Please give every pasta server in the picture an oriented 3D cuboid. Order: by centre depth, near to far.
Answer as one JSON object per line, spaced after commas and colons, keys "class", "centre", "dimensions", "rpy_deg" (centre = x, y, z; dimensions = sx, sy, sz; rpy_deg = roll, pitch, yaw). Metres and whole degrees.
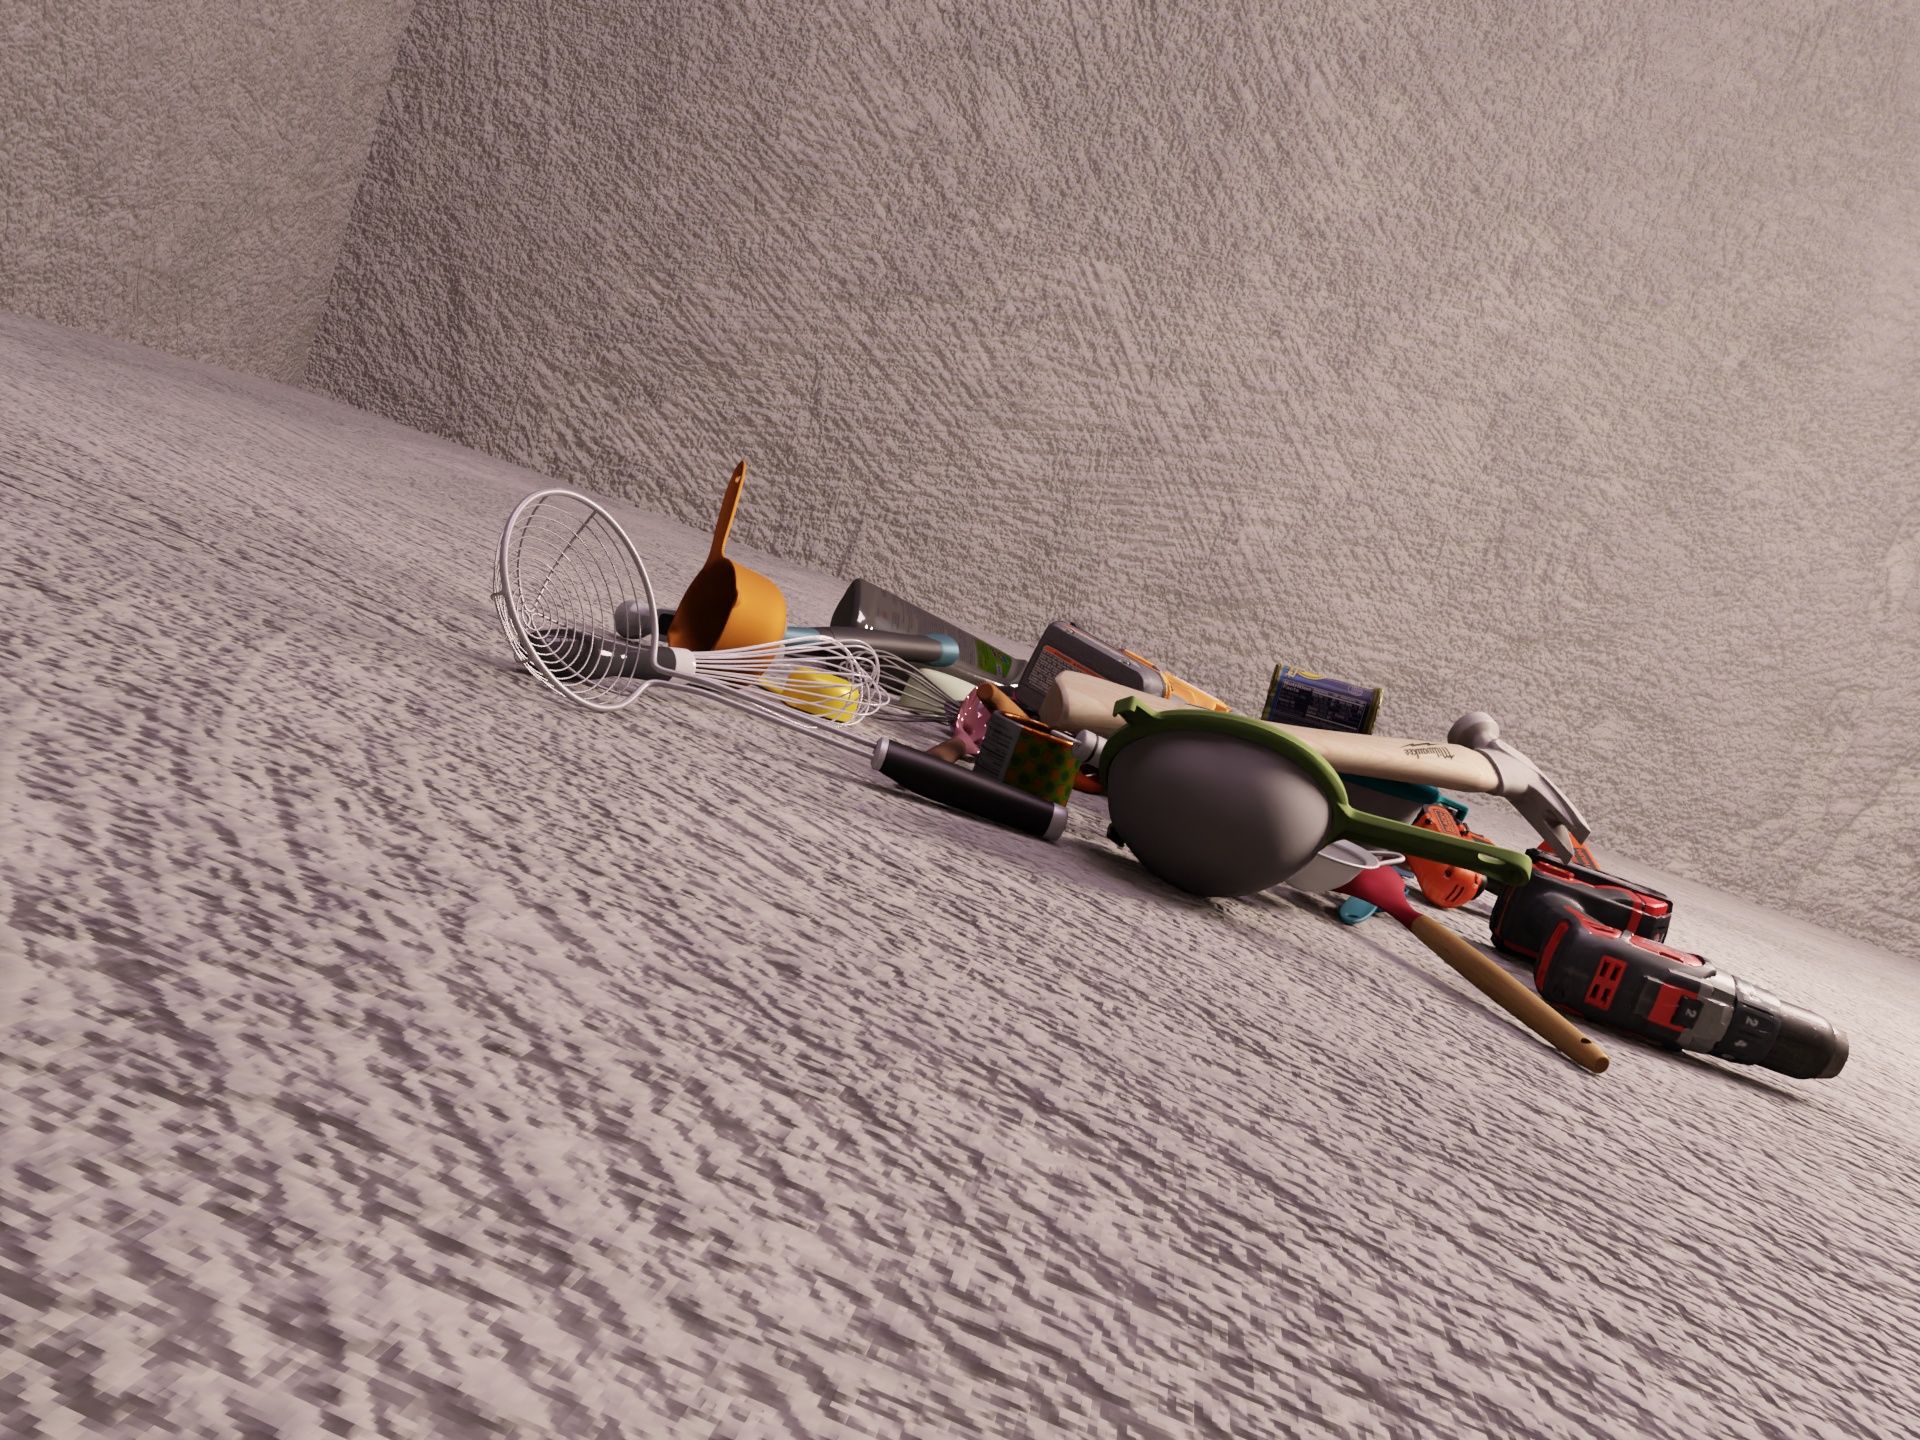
{"class": "pasta server", "centre": [-0.002, 0.017, 1.122], "dimensions": [0.060, 0.040, 0.316], "rpy_deg": [52, 10, 2]}

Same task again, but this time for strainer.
{"class": "strainer", "centre": [0.198, 0.076, 0.927], "dimensions": [0.256, 0.069, 0.151], "rpy_deg": [14, -34, 13]}
{"class": "strainer", "centre": [0.168, 0.059, 1.018], "dimensions": [0.258, 0.050, 0.087], "rpy_deg": [25, 8, -15]}
{"class": "strainer", "centre": [0.209, 0.051, 1.208], "dimensions": [0.340, 0.095, 0.211], "rpy_deg": [13, 8, -38]}

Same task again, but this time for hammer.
{"class": "hammer", "centre": [0.244, 0.024, 1.089], "dimensions": [0.410, 0.038, 0.146], "rpy_deg": [8, 31, -25]}
{"class": "hammer", "centre": [-0.116, -0.066, 1.303], "dimensions": [0.128, 0.033, 0.330], "rpy_deg": [10, 5, 37]}

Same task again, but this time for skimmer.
{"class": "skimmer", "centre": [-0.093, -0.019, 0.913], "dimensions": [0.363, 0.090, 0.127], "rpy_deg": [22, 46, -11]}

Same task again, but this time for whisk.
{"class": "whisk", "centre": [-0.155, -0.032, 1.015], "dimensions": [0.284, 0.070, 0.070], "rpy_deg": [5, 15, -46]}
{"class": "whisk", "centre": [-0.003, -0.003, 1.286], "dimensions": [0.238, 0.055, 0.055], "rpy_deg": [21, 4, -32]}

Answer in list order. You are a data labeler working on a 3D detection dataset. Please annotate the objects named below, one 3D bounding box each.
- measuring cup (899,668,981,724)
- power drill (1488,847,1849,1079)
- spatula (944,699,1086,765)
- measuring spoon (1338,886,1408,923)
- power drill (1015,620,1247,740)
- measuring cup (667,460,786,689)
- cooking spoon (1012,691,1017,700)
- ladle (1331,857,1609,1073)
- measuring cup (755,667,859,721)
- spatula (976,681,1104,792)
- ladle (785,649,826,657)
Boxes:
{"class": "measuring cup", "centre": [0.029, -0.006, 1.409], "dimensions": [0.167, 0.038, 0.083], "rpy_deg": [19, 6, 6]}
{"class": "power drill", "centre": [0.462, 0.166, 1.065], "dimensions": [0.188, 0.080, 0.227], "rpy_deg": [19, 9, 4]}
{"class": "spatula", "centre": [0.123, 0.036, 1.397], "dimensions": [0.315, 0.018, 0.060], "rpy_deg": [18, 35, -26]}
{"class": "measuring spoon", "centre": [0.280, 0.132, 1.103], "dimensions": [0.042, 0.021, 0.128], "rpy_deg": [13, 12, 24]}
{"class": "power drill", "centre": [0.135, -0.026, 1.379], "dimensions": [0.185, 0.084, 0.226], "rpy_deg": [32, 11, 31]}
{"class": "measuring cup", "centre": [-0.155, -0.103, 1.135], "dimensions": [0.052, 0.174, 0.095], "rpy_deg": [26, -29, -33]}
{"class": "cooking spoon", "centre": [0.191, 0.035, 1.447], "dimensions": [0.318, 0.017, 0.069], "rpy_deg": [22, 13, -13]}
{"class": "ladle", "centre": [0.294, 0.137, 0.973], "dimensions": [0.069, 0.031, 0.316], "rpy_deg": [-4, 16, -14]}
{"class": "measuring cup", "centre": [-0.139, -0.037, 1.211], "dimensions": [0.157, 0.029, 0.062], "rpy_deg": [25, 8, 36]}
{"class": "spatula", "centre": [0.063, 0.011, 1.174], "dimensions": [0.081, 0.041, 0.322], "rpy_deg": [35, -2, 20]}
{"class": "ladle", "centre": [-0.115, -0.079, 1.554], "dimensions": [0.078, 0.062, 0.320], "rpy_deg": [37, 17, 29]}
